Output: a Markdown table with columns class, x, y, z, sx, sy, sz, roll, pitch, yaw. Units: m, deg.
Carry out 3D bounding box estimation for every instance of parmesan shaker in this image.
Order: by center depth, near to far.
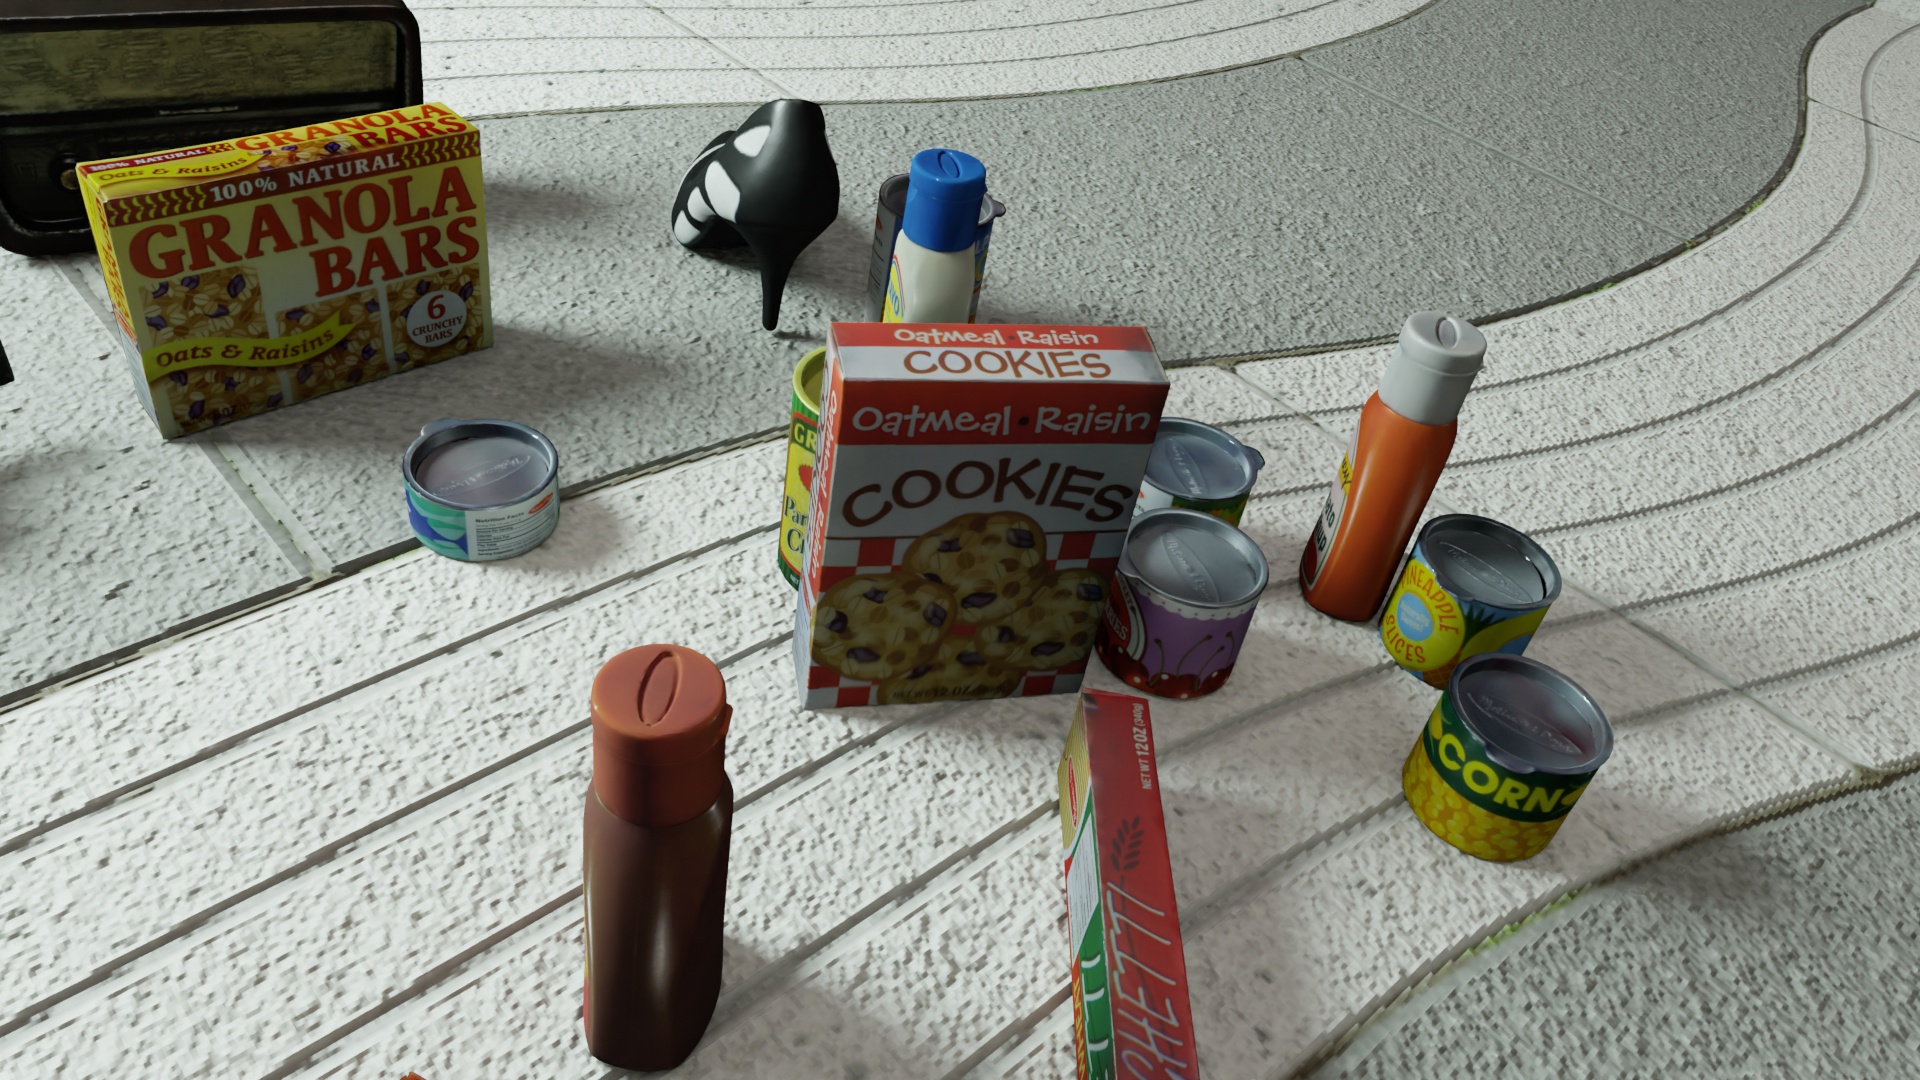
| class | x | y | z | sx | sy | sz | roll | pitch | yaw |
| --- | --- | --- | --- | --- | --- | --- | --- | --- | --- |
| parmesan shaker | -0.043 | -0.026 | 0.615 | 0.071 | 0.102 | 0.072 | 7 | 39 | -6 |

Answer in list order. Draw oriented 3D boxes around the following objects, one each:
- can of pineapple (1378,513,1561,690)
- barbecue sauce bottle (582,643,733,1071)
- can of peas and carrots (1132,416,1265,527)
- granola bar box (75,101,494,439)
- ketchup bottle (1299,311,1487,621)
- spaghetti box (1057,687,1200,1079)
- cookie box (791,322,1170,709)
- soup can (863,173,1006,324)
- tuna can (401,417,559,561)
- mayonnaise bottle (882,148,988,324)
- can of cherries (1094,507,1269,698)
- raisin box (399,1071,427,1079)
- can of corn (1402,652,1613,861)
| class | x | y | z | sx | sy | sz | roll | pitch | yaw |
| --- | --- | --- | --- | --- | --- | --- | --- | --- | --- |
| can of pineapple | 0.235 | 0.030 | 0.650 | 0.071 | 0.057 | 0.071 | 7 | 39 | -6 |
| barbecue sauce bottle | -0.092 | 0.096 | 0.421 | 0.044 | 0.147 | 0.065 | 9 | 39 | -3 |
| can of peas and carrots | 0.107 | -0.018 | 0.677 | 0.071 | 0.058 | 0.071 | 7 | 39 | -6 |
| granola bar box | -0.310 | -0.131 | 0.660 | 0.166 | 0.123 | 0.039 | -26 | 52 | -37 |
| ketchup bottle | 0.201 | -0.034 | 0.648 | 0.043 | 0.148 | 0.065 | 16 | 39 | 6 |
| spaghetti box | 0.056 | 0.157 | 0.460 | 0.029 | 0.049 | 0.251 | 7 | 39 | -6 |
| cookie box | 0.002 | -0.007 | 0.552 | 0.123 | 0.166 | 0.040 | -1 | 41 | -15 |
| soup can | -0.016 | -0.157 | 0.795 | 0.071 | 0.083 | 0.072 | 7 | 39 | -6 |
| tuna can | -0.216 | -0.024 | 0.626 | 0.071 | 0.032 | 0.071 | 7 | 39 | -6 |
| mayonnaise bottle | -0.017 | -0.122 | 0.702 | 0.041 | 0.147 | 0.065 | 0 | 40 | -14 |
| can of cherries | 0.094 | 0.028 | 0.618 | 0.071 | 0.058 | 0.072 | 7 | 39 | -6 |
| raisin box | -0.104 | 0.189 | 0.325 | 0.086 | 0.122 | 0.040 | 24 | 41 | 15 |
| can of corn | 0.223 | 0.091 | 0.573 | 0.071 | 0.058 | 0.071 | 7 | 39 | -6 |
